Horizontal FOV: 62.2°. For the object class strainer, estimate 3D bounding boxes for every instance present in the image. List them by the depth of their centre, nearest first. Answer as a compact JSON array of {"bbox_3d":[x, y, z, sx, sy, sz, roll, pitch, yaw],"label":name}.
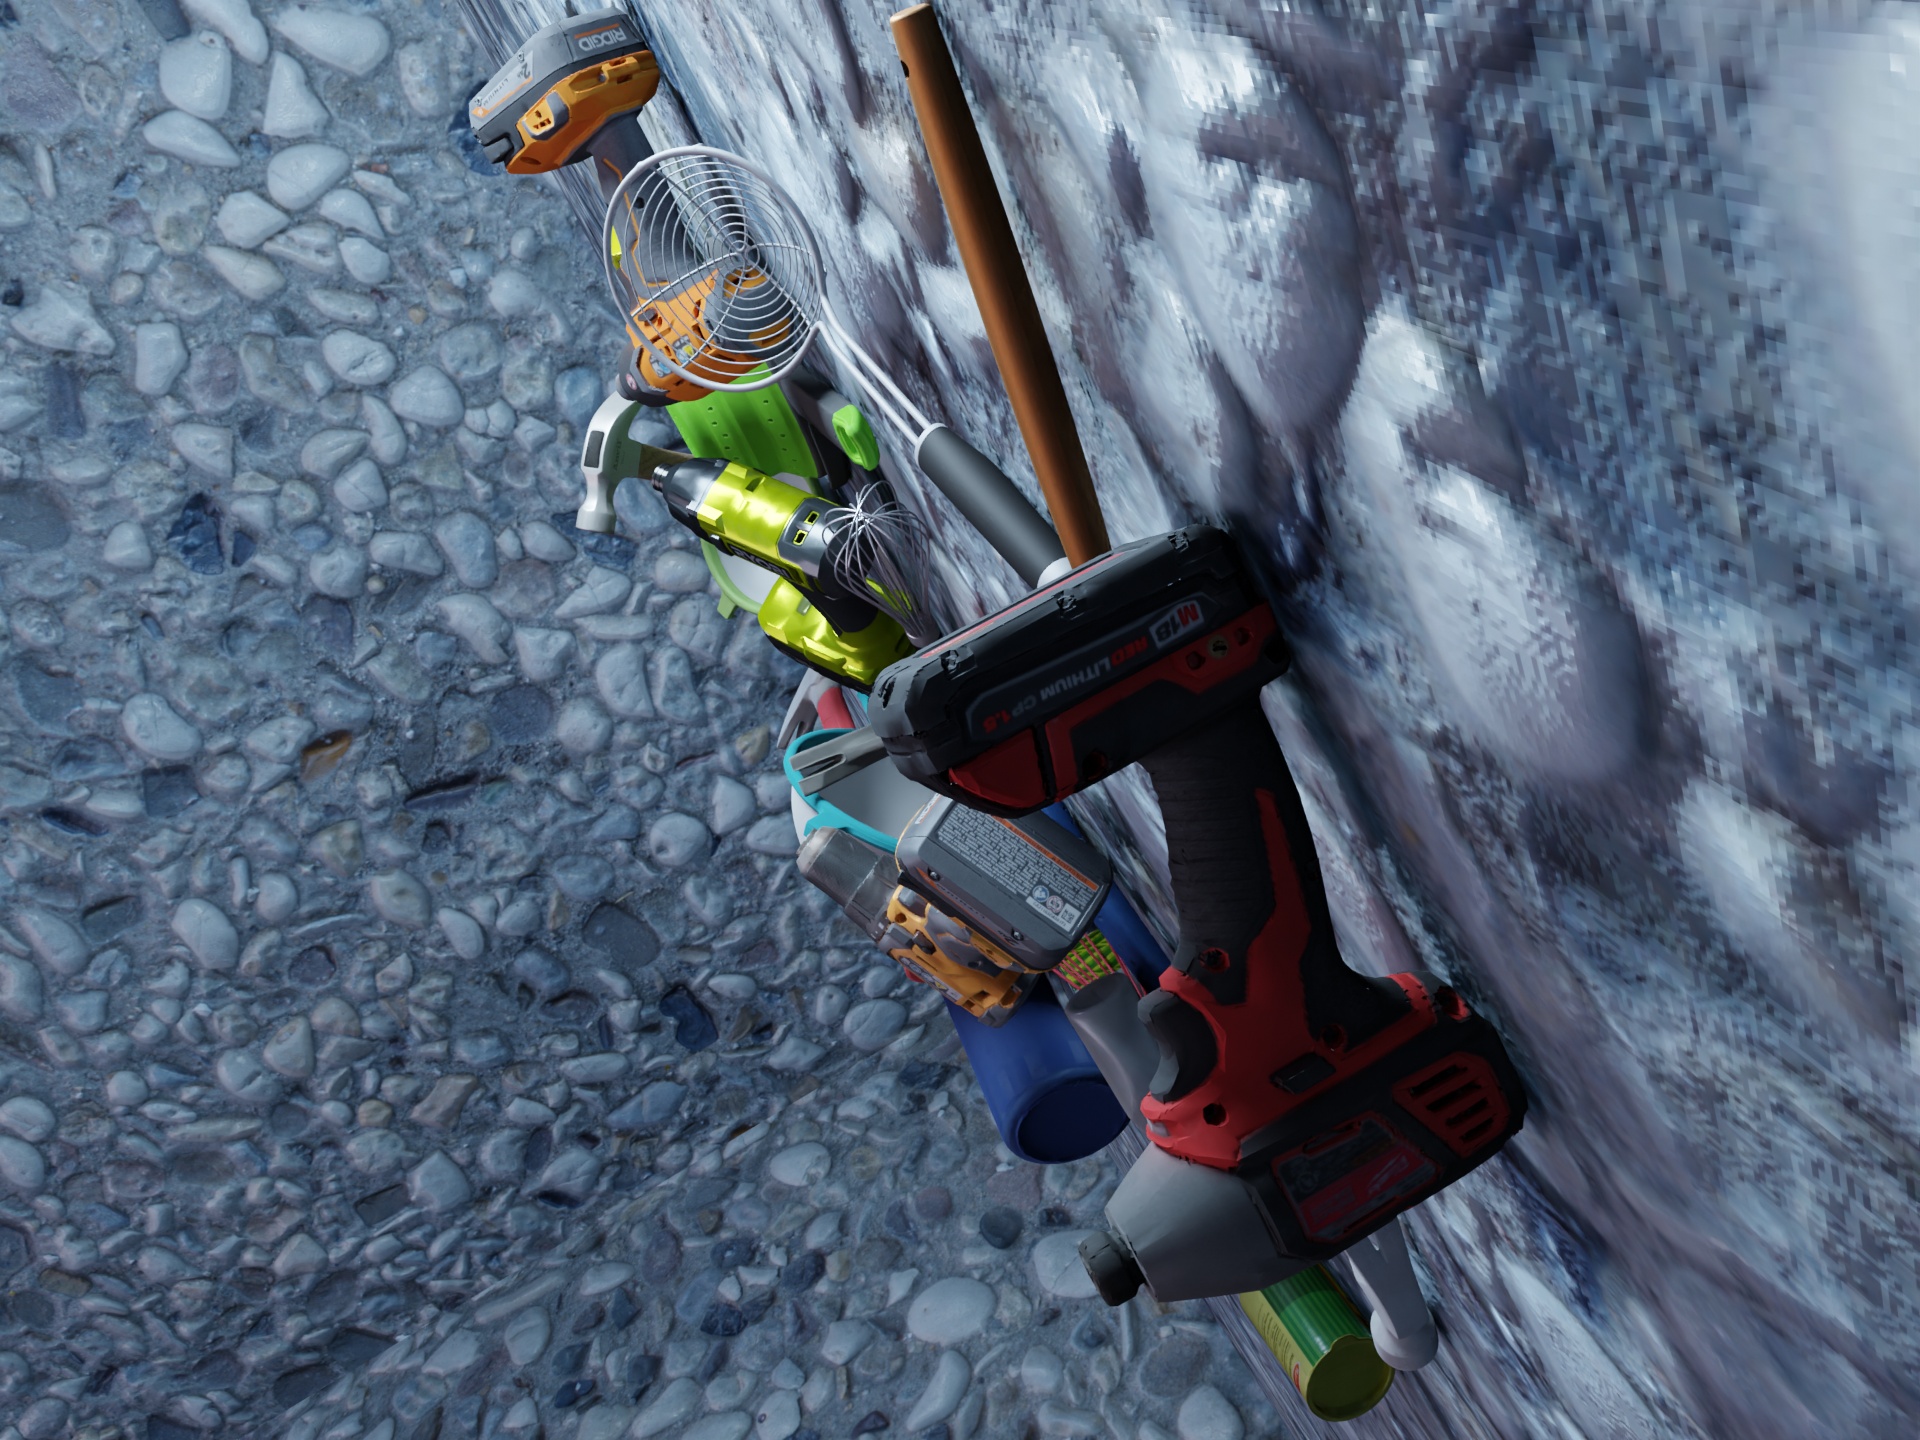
[{"bbox_3d":[-0.059,0.069,1.286,0.341,0.211,0.095,-117,44,-64],"label":"strainer"},{"bbox_3d":[-0.161,-0.218,1.364,0.151,0.069,0.256,-10,92,39],"label":"strainer"}]

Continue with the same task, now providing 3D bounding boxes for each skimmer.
[{"bbox_3d":[-0.066,-0.155,0.745,0.364,0.090,0.127,52,139,40],"label":"skimmer"}]

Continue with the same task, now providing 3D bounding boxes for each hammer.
[{"bbox_3d":[0.141,0.181,0.935,0.406,0.035,0.143,54,172,45],"label":"hammer"},{"bbox_3d":[-0.013,0.008,0.985,0.036,0.149,0.359,67,168,-4],"label":"hammer"},{"bbox_3d":[-0.087,0.088,1.401,0.143,0.038,0.387,-61,34,30],"label":"hammer"},{"bbox_3d":[-0.226,-0.221,1.411,0.331,0.031,0.130,-6,-73,-67],"label":"hammer"}]

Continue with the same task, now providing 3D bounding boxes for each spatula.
[{"bbox_3d":[0.046,-0.077,0.533,0.081,0.041,0.322,50,164,58],"label":"spatula"}]

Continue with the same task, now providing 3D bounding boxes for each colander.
[{"bbox_3d":[-0.147,-0.217,1.117,0.204,0.094,0.397,63,174,-28],"label":"colander"}]

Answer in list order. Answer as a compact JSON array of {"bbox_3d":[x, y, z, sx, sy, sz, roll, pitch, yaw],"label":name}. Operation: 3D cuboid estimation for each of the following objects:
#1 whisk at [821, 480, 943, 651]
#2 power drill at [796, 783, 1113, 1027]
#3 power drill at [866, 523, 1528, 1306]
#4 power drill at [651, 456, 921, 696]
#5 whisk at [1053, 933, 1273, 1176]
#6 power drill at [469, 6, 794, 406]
[{"bbox_3d":[-0.034,-0.074,1.075,0.070,0.070,0.284,57,178,24],"label":"whisk"},{"bbox_3d":[-0.013,0.106,1.013,0.185,0.084,0.226,36,155,2],"label":"power drill"},{"bbox_3d":[0.065,0.064,0.480,0.219,0.143,0.078,63,172,-6],"label":"power drill"},{"bbox_3d":[-0.117,-0.108,1.148,0.171,0.080,0.223,25,167,24],"label":"power drill"},{"bbox_3d":[0.125,0.201,1.084,0.296,0.073,0.073,53,173,15],"label":"whisk"},{"bbox_3d":[-0.216,-0.311,1.019,0.164,0.084,0.226,-14,109,48],"label":"power drill"}]
